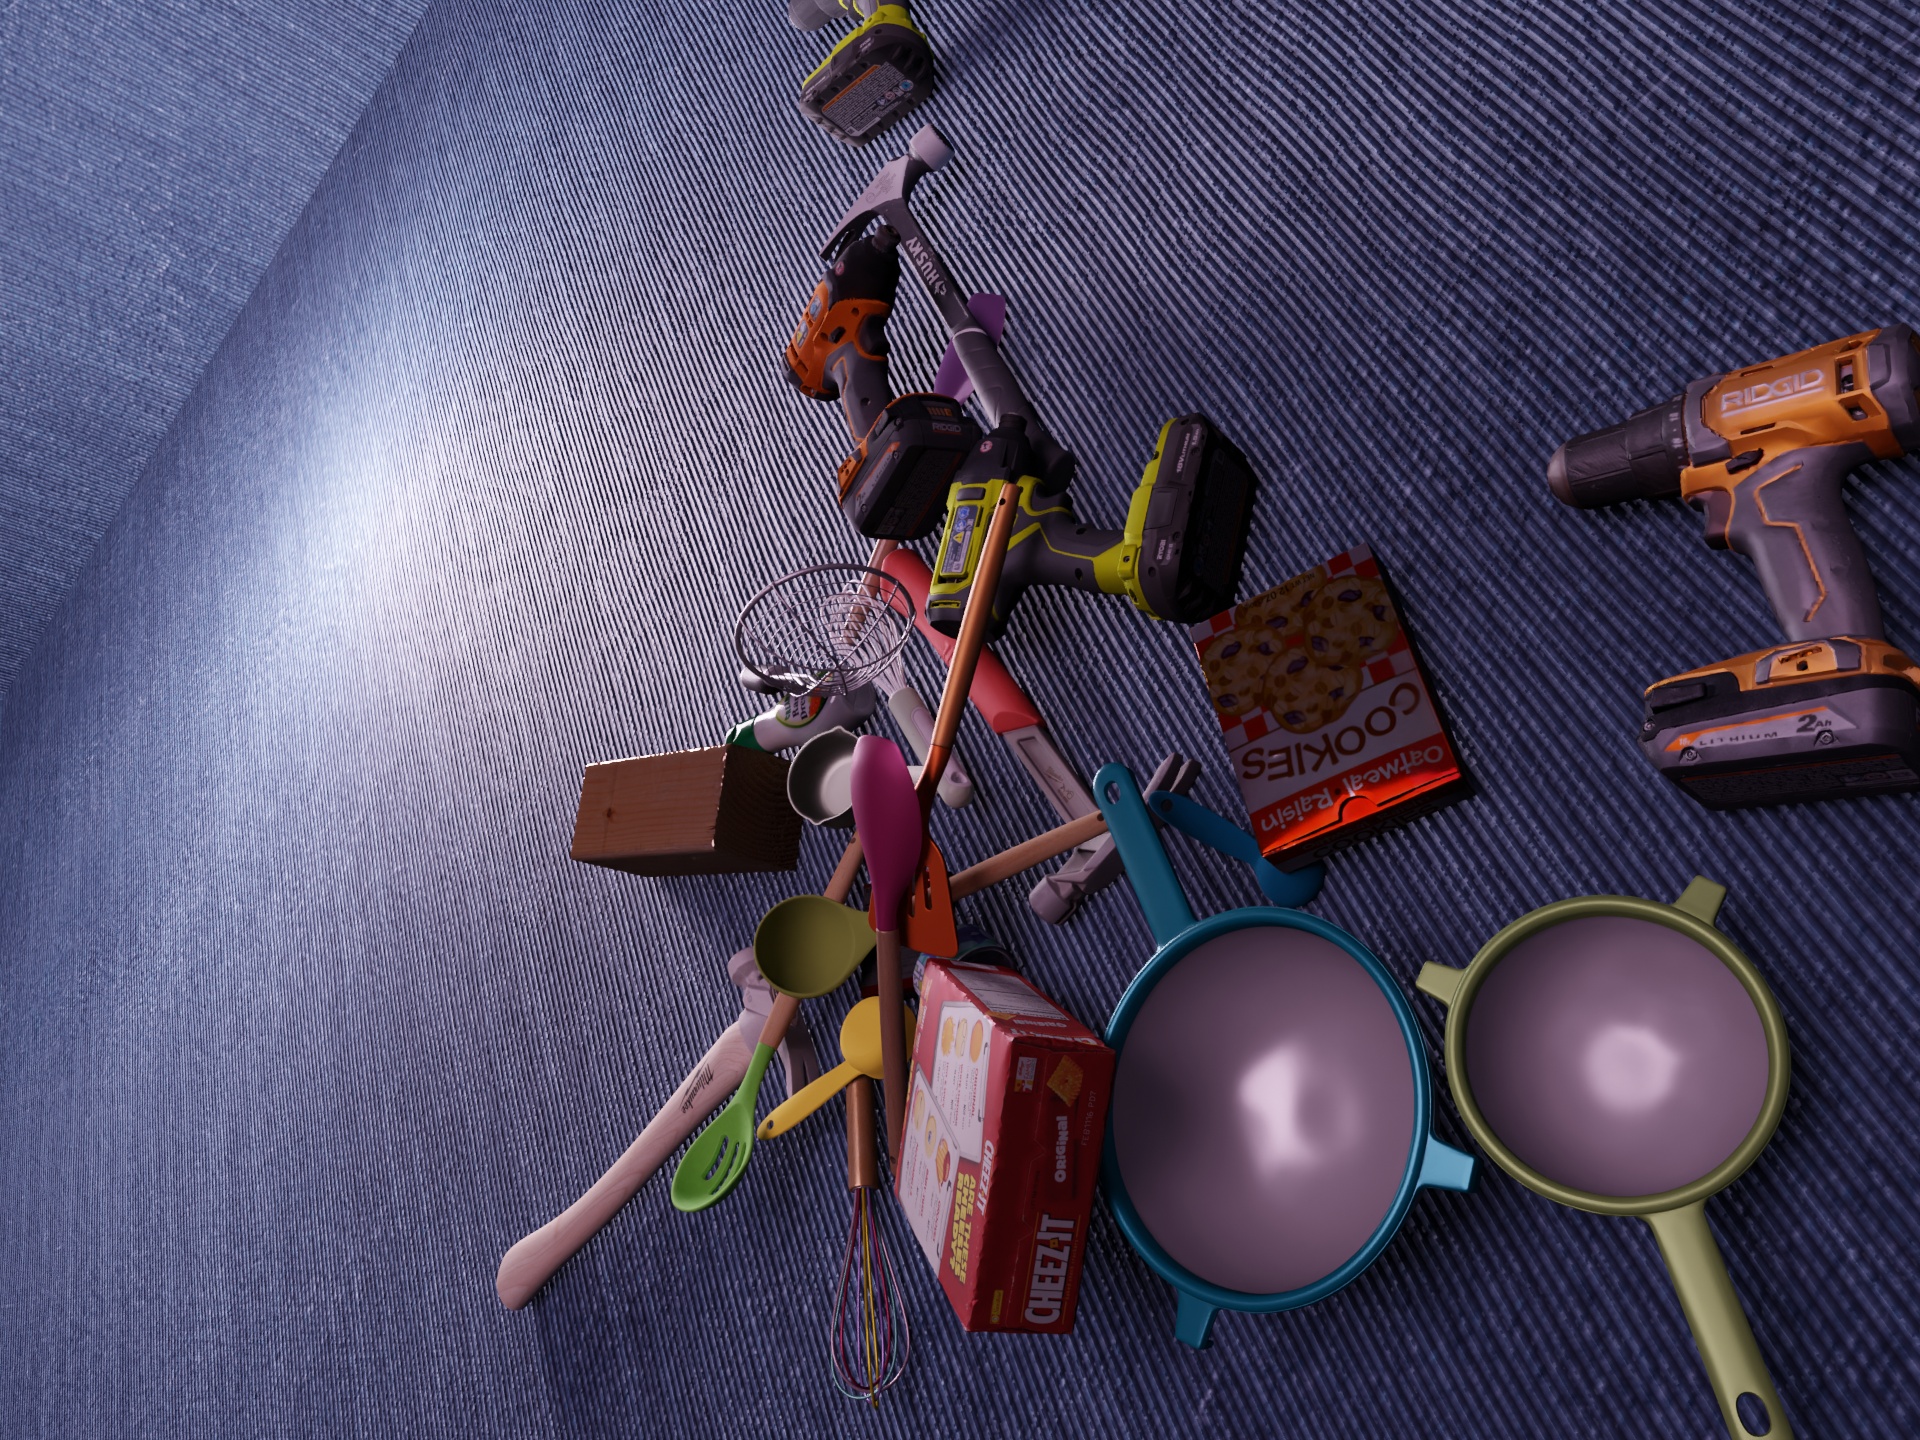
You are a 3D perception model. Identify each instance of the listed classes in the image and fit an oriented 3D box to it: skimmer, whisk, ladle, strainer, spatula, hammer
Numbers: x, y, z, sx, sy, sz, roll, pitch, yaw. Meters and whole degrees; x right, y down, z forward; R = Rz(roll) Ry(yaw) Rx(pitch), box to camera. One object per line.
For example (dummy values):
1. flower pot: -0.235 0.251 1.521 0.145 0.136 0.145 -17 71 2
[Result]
1. skimmer: -0.132 -0.064 1.231 0.363 0.127 0.090 -176 82 -73
2. whisk: -0.068 0.352 1.117 0.051 0.047 0.245 -22 55 25
3. whisk: -0.047 -0.022 1.228 0.247 0.057 0.059 58 139 38
4. ladle: -0.020 0.118 1.101 0.320 0.062 0.078 -28 60 34
5. strainer: 0.163 0.167 0.912 0.211 0.095 0.341 -42 47 25
6. spatula: -0.033 -0.208 1.320 0.060 0.018 0.316 24 91 45
7. hammer: 0.033 -0.024 1.164 0.149 0.036 0.359 -51 45 18
8. spatula: -0.002 -0.003 1.079 0.081 0.041 0.322 12 84 38
9. strainer: 0.327 0.210 0.743 0.151 0.069 0.257 -22 60 18
10. hammer: -0.004 -0.323 1.304 0.149 0.036 0.409 -39 54 20
11. hammer: -0.260 0.369 1.308 0.410 0.038 0.146 -48 48 22

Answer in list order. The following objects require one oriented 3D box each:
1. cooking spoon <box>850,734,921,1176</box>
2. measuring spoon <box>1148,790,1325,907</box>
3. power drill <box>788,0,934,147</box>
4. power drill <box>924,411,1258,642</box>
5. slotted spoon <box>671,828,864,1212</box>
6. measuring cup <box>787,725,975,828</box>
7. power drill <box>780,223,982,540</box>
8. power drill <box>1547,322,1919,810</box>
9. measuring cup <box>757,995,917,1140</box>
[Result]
1. cooking spoon: -0.048 0.165 1.082 0.069 0.017 0.318 11 110 44
2. measuring spoon: 0.164 0.073 0.980 0.129 0.021 0.042 29 95 33
3. power drill: -0.098 -0.672 1.531 0.190 0.080 0.229 -23 56 38
4. power drill: 0.085 -0.142 1.107 0.223 0.080 0.171 3 73 39
5. slotted spoon: -0.133 0.222 1.201 0.070 0.031 0.314 3 63 49
6. measuring cup: -0.056 0.050 1.235 0.168 0.038 0.083 1 69 29
7. power drill: -0.064 -0.275 1.273 0.164 0.084 0.227 -54 49 42
8. power drill: 0.385 -0.074 0.795 0.185 0.084 0.226 -11 62 43
9. measuring cup: -0.098 0.256 1.152 0.156 0.029 0.062 -39 45 14
